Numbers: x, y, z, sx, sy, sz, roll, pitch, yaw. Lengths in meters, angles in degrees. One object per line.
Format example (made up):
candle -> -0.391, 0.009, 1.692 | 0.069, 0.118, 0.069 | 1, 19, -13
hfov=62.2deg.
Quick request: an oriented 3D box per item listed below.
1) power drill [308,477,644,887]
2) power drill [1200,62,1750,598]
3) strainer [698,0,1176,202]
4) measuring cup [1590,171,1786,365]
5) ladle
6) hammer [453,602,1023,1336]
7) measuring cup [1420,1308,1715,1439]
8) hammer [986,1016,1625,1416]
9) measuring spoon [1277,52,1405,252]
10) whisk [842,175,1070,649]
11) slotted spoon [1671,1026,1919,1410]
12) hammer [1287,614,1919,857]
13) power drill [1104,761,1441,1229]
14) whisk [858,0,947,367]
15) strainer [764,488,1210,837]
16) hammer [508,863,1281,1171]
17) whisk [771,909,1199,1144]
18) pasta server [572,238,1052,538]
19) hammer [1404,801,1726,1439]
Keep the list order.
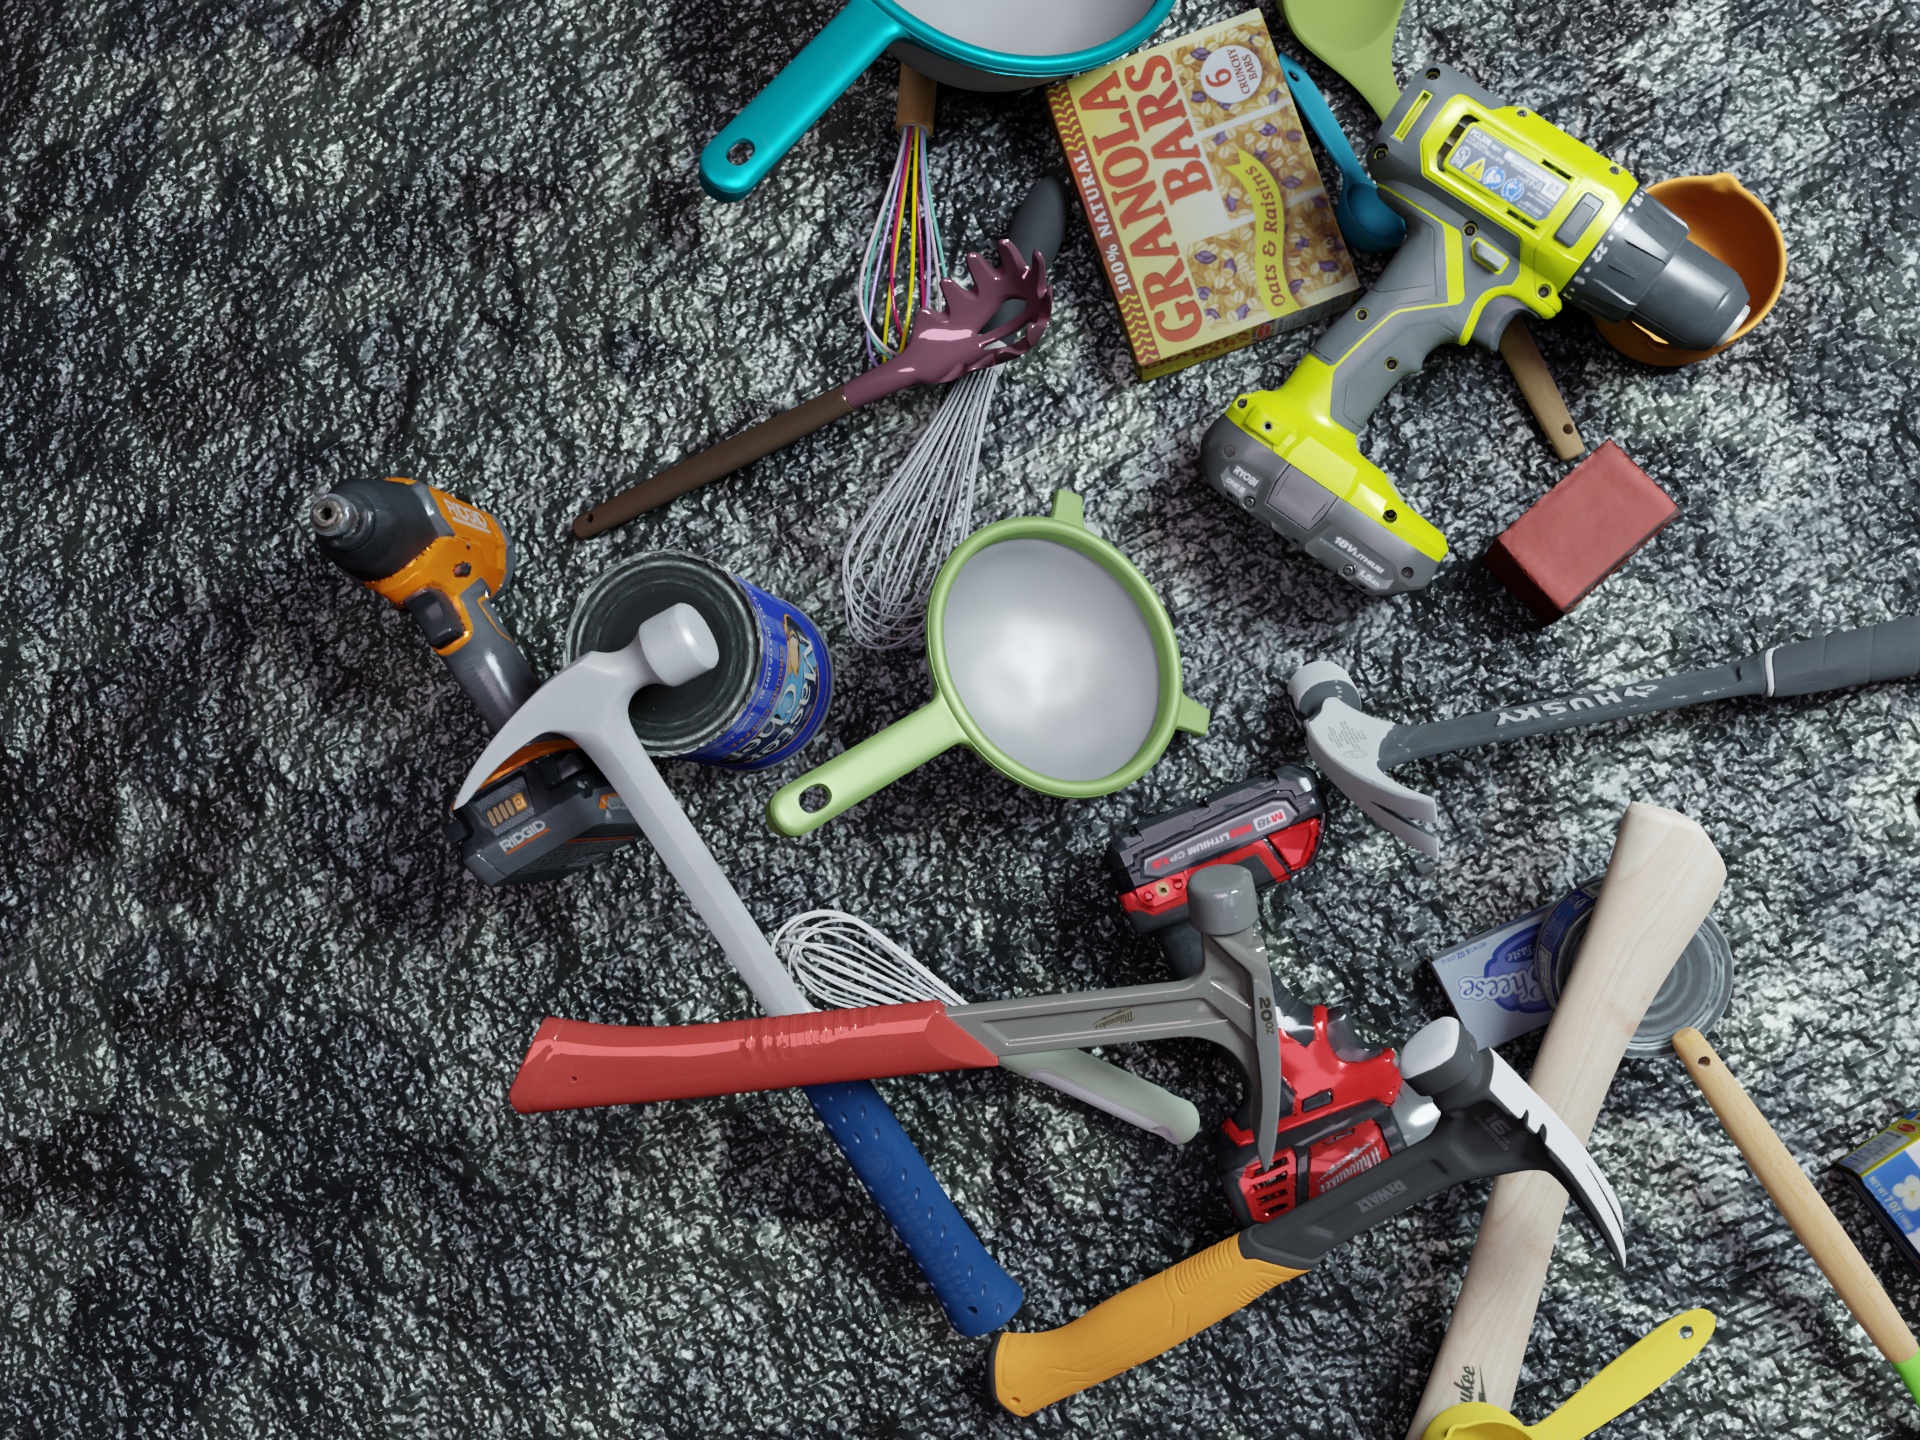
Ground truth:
power drill -> -0.262, -0.027, 0.851 | 0.084, 0.164, 0.226 | -30, 83, 6
power drill -> 0.245, -0.177, 0.785 | 0.190, 0.080, 0.228 | 36, 108, 7
strainer -> -0.026, -0.372, 0.838 | 0.211, 0.095, 0.340 | 40, 72, -4
measuring cup -> 0.327, -0.241, 0.819 | 0.173, 0.052, 0.095 | 22, 90, 10
ladle -> 0.255, -0.284, 0.836 | 0.078, 0.062, 0.320 | -24, 84, -9
hammer -> -0.089, 0.146, 0.786 | 0.144, 0.035, 0.405 | -27, 106, 11
measuring cup -> 0.280, 0.316, 0.737 | 0.156, 0.029, 0.062 | -34, 94, -3
hammer -> 0.139, 0.263, 0.752 | 0.127, 0.034, 0.337 | 46, 121, -7
measuring spoon -> 0.199, -0.305, 0.863 | 0.042, 0.021, 0.129 | -16, 75, -35
whisk -> 0.002, -0.171, 0.873 | 0.070, 0.070, 0.284 | 20, 84, 11
slotted spoon -> 0.429, 0.274, 0.747 | 0.070, 0.031, 0.314 | -35, 90, 5
hammer -> 0.376, -0.018, 0.770 | 0.409, 0.149, 0.036 | -11, 118, 3
power drill -> 0.170, 0.138, 0.806 | 0.143, 0.078, 0.220 | -22, 85, 9
whisk -> -0.025, -0.312, 0.894 | 0.051, 0.047, 0.245 | 3, 82, 11
strainer -> -0.001, -0.003, 0.806 | 0.256, 0.069, 0.151 | -31, 89, -31
hammer -> -0.032, 0.159, 0.751 | 0.359, 0.037, 0.149 | -7, 108, 4
whisk -> 0.012, 0.166, 0.846 | 0.246, 0.057, 0.059 | 23, 59, 7
pasta server -> -0.087, -0.168, 0.866 | 0.316, 0.040, 0.060 | -22, 72, 20
hammer -> 0.258, 0.234, 0.755 | 0.146, 0.038, 0.410 | 16, 99, 3
